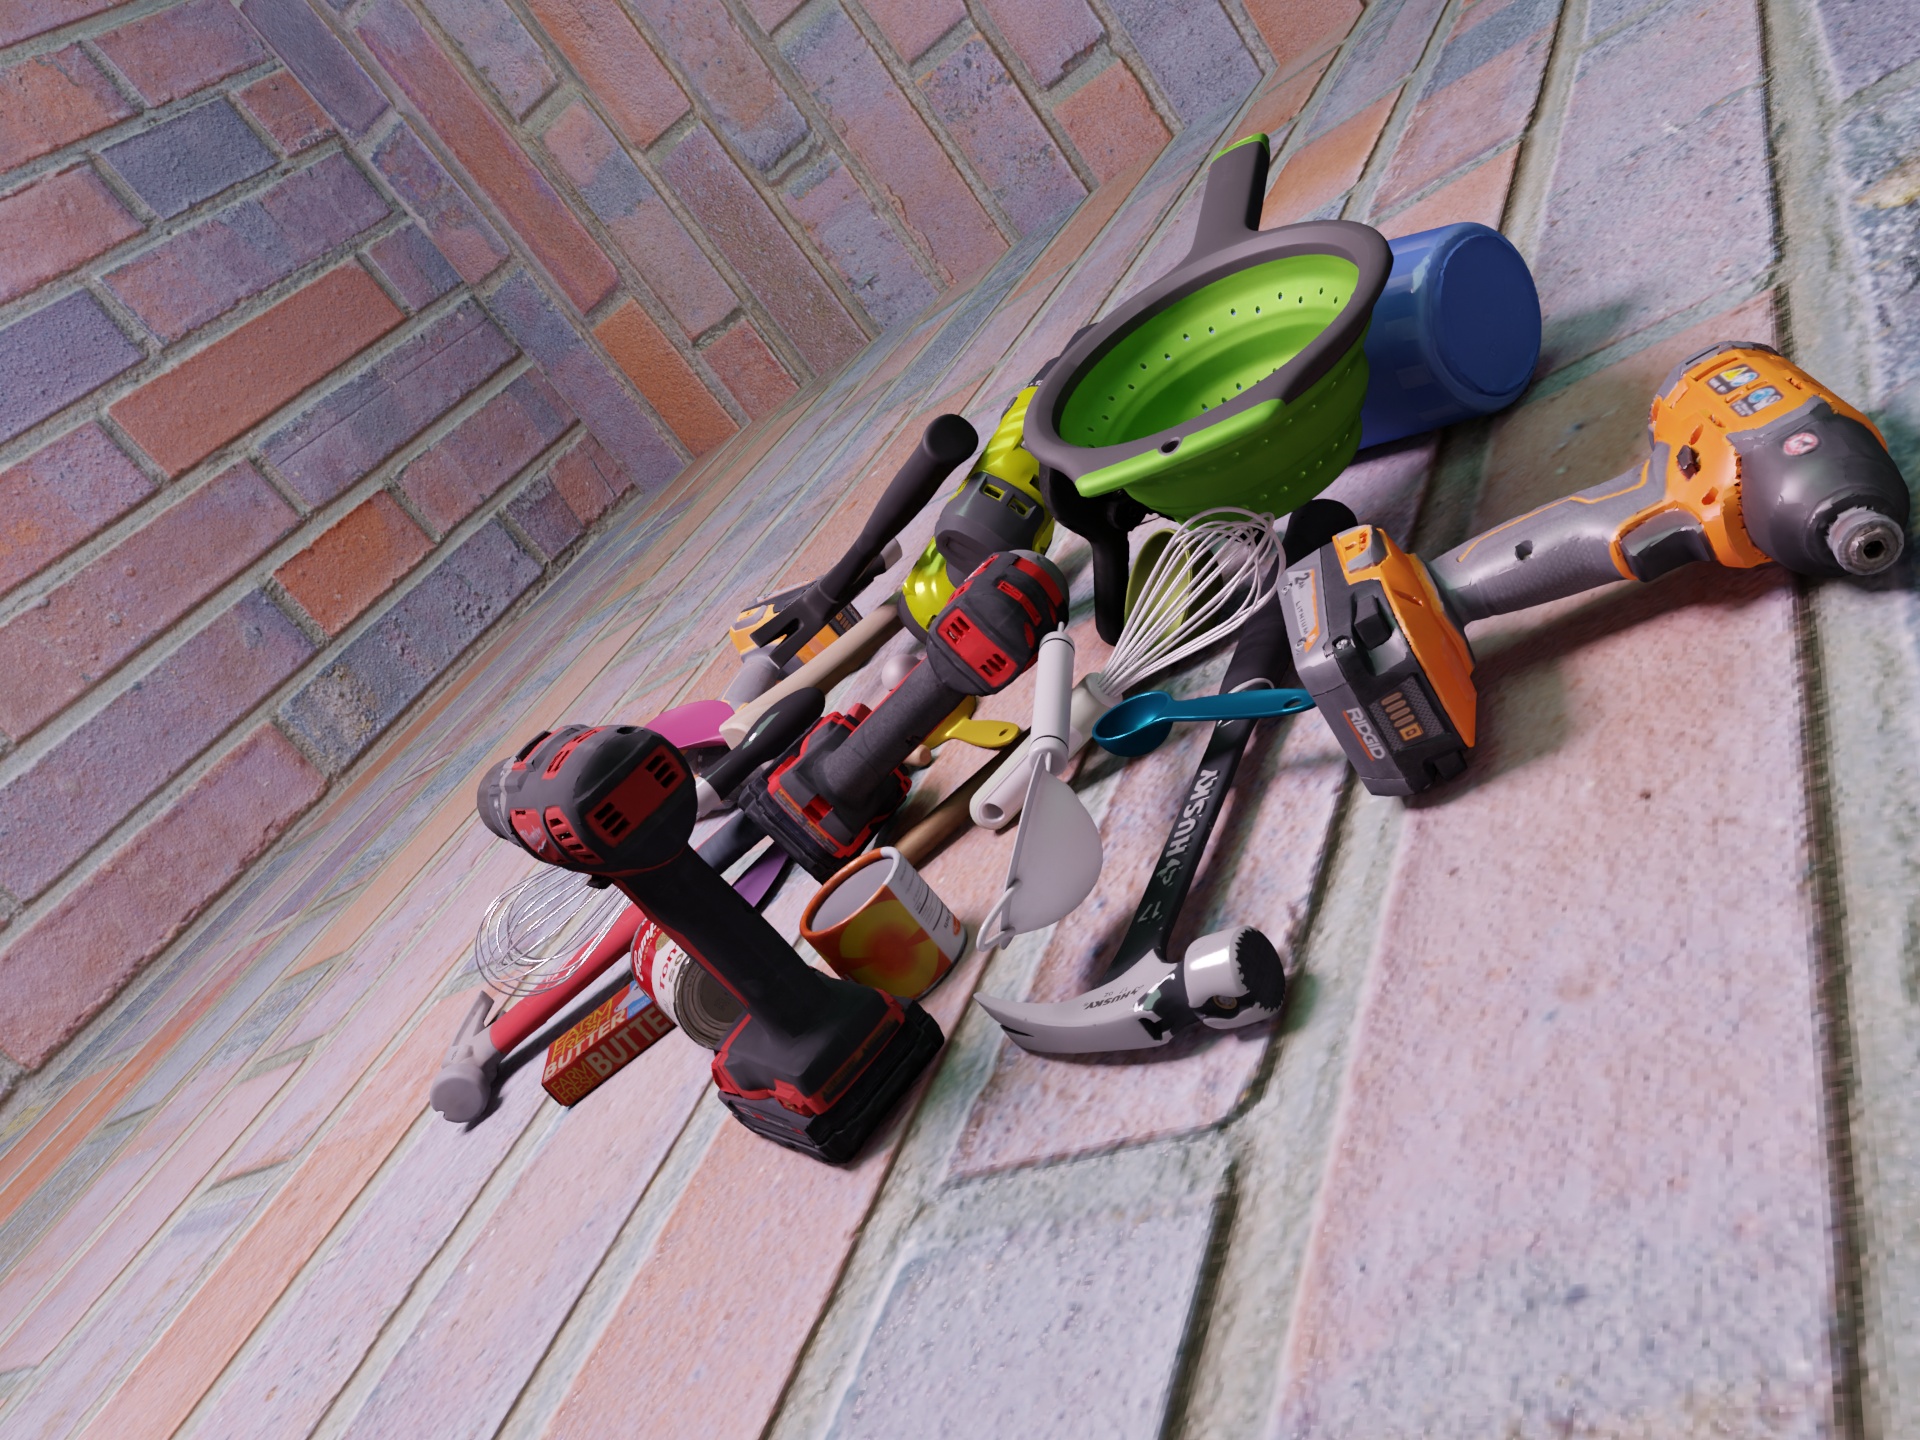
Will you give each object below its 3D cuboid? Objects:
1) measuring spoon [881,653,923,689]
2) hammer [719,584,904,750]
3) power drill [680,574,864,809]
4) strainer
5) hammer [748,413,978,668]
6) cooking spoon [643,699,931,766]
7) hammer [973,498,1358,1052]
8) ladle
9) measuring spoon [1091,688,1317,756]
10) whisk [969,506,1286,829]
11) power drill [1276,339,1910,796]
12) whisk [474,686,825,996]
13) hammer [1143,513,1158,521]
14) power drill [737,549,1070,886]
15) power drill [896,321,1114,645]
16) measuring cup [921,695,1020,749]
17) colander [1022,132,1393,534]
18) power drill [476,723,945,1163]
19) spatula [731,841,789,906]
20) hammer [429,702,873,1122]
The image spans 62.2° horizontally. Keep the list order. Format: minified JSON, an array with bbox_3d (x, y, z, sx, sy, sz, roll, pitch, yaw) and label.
[{"bbox_3d":[-0.015,-0.055,1.206,0.124,0.018,0.034,-23,24,36],"label":"measuring spoon"},{"bbox_3d":[-0.038,-0.090,1.215,0.146,0.038,0.411,-19,19,43],"label":"hammer"},{"bbox_3d":[-0.158,-0.018,1.298,0.185,0.084,0.226,-12,36,44],"label":"power drill"},{"bbox_3d":[0.043,0.021,0.743,0.050,0.086,0.259,7,34,1],"label":"strainer"},{"bbox_3d":[-0.059,-0.128,1.099,0.146,0.035,0.334,-45,3,-22],"label":"hammer"},{"bbox_3d":[-0.136,0.014,1.156,0.319,0.017,0.069,5,39,45],"label":"cooking spoon"},{"bbox_3d":[0.130,0.006,0.772,0.149,0.036,0.409,-24,23,39],"label":"hammer"},{"bbox_3d":[0.026,0.012,0.919,0.320,0.062,0.078,-41,27,0],"label":"ladle"},{"bbox_3d":[0.115,0.002,0.734,0.129,0.021,0.042,-5,30,47],"label":"measuring spoon"},{"bbox_3d":[0.080,-0.020,0.831,0.246,0.057,0.059,-48,11,32],"label":"whisk"},{"bbox_3d":[0.248,-0.059,0.633,0.226,0.084,0.164,-28,21,18],"label":"power drill"},{"bbox_3d":[-0.191,0.071,1.022,0.284,0.070,0.070,-42,18,-22],"label":"whisk"},{"bbox_3d":[0.223,-0.240,1.172,0.331,0.031,0.130,-32,19,18],"label":"hammer"},{"bbox_3d":[-0.022,-0.012,0.931,0.219,0.078,0.143,-45,3,27],"label":"power drill"},{"bbox_3d":[0.037,-0.149,1.073,0.191,0.080,0.228,-59,1,-22],"label":"power drill"},{"bbox_3d":[-0.002,-0.003,1.040,0.062,0.029,0.156,-44,17,-14],"label":"measuring cup"},{"bbox_3d":[0.160,-0.217,0.891,0.204,0.094,0.397,-18,33,29],"label":"colander"},{"bbox_3d":[-0.132,0.094,0.746,0.080,0.226,0.188,-47,21,-25],"label":"power drill"},{"bbox_3d":[-0.092,0.052,1.101,0.060,0.018,0.316,-12,34,54],"label":"spatula"},{"bbox_3d":[-0.203,0.118,1.090,0.386,0.038,0.143,-40,16,7],"label":"hammer"}]
